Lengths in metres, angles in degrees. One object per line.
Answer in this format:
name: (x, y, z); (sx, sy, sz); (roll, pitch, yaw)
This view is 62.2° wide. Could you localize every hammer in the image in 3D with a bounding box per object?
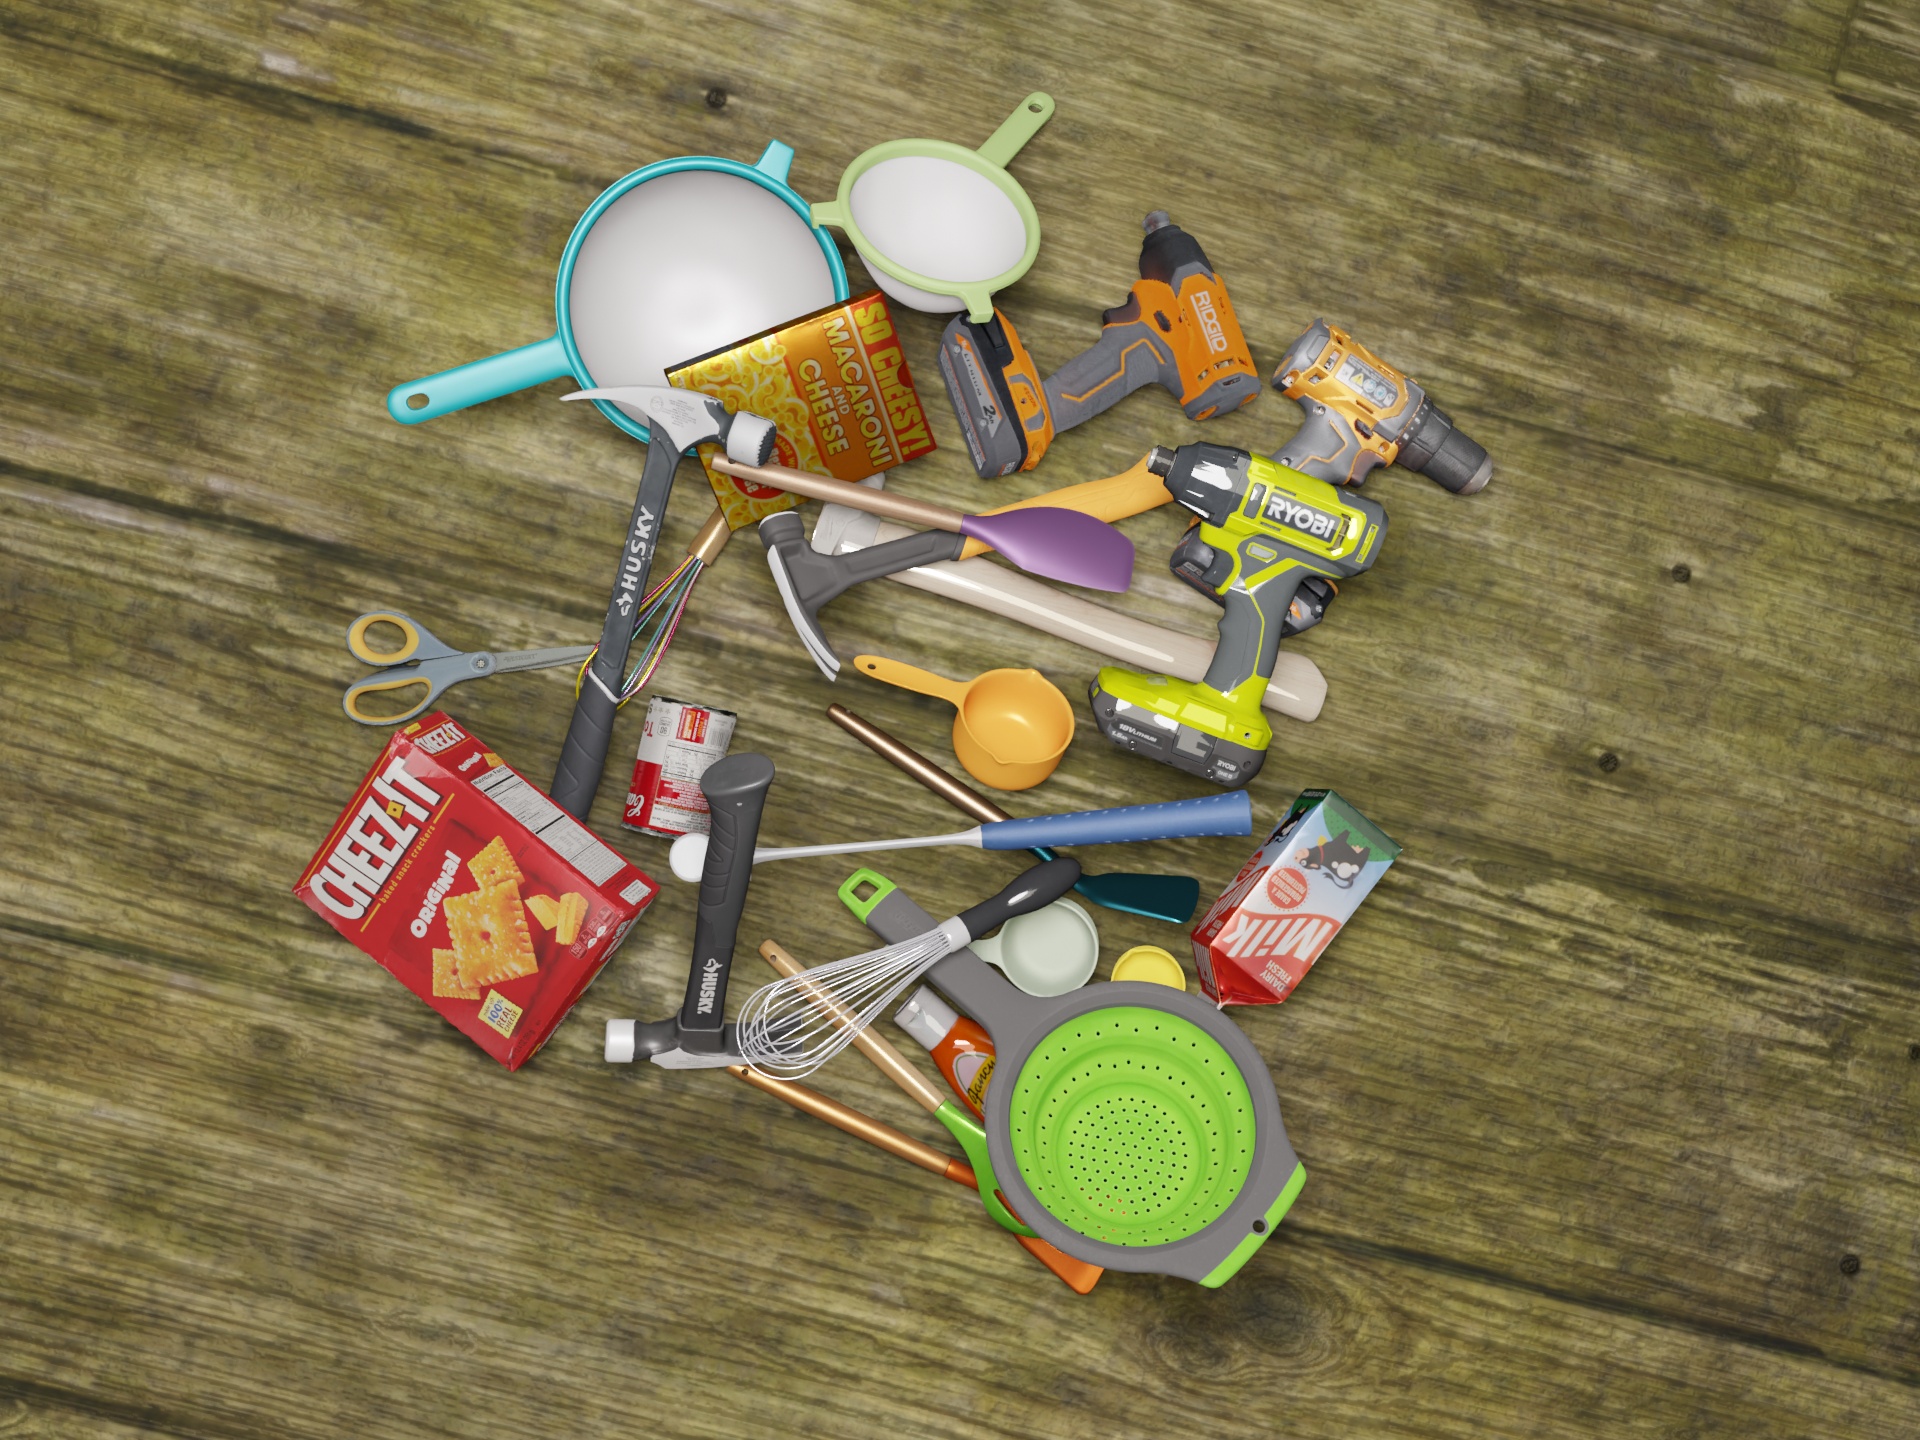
hammer: (-0.163, 0.142, 1.101); (0.146, 0.334, 0.035); (4, 46, -13)
hammer: (0.004, 0.084, 1.154); (0.405, 0.144, 0.035); (-5, 84, 2)
hammer: (0.027, -0.135, 1.188); (0.337, 0.034, 0.127); (-18, 74, -18)
hammer: (0.082, -0.070, 1.214); (0.410, 0.038, 0.146); (19, 66, -5)
hammer: (-0.259, -0.046, 1.154); (0.149, 0.036, 0.409); (21, 106, 6)

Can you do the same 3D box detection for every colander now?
colander: (0.061, 0.250, 1.164); (0.397, 0.094, 0.204); (38, 68, 23)

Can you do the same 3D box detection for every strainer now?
strainer: (0.003, -0.389, 1.203); (0.151, 0.069, 0.256); (31, 56, 3)
strainer: (-0.253, -0.287, 1.179); (0.340, 0.095, 0.210); (-19, 112, -6)

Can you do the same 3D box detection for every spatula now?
spatula: (-0.032, 0.331, 1.213); (0.322, 0.041, 0.081); (25, 85, -1)
spatula: (-0.024, -0.152, 1.155); (0.316, 0.018, 0.060); (13, 69, -8)
spatula: (0.036, 0.069, 1.221); (0.317, 0.082, 0.044); (33, 113, 3)

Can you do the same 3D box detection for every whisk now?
whisk: (-0.214, -0.107, 1.212); (0.047, 0.051, 0.245); (36, 82, -18)
whisk: (-0.032, 0.168, 1.136); (0.284, 0.070, 0.070); (-27, 90, -19)

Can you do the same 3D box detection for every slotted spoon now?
slotted spoon: (-0.036, 0.275, 1.199); (0.314, 0.031, 0.070); (41, 102, 10)

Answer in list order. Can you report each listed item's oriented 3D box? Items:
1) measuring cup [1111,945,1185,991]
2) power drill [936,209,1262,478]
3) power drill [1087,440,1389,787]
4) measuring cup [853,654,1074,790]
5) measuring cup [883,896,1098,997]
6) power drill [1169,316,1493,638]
measuring cup: (0.100, 0.223, 1.236); (0.156, 0.029, 0.062); (-25, 91, 8)
power drill: (0.101, -0.290, 1.219); (0.226, 0.084, 0.164); (-19, 87, -7)
power drill: (0.183, -0.080, 1.143); (0.171, 0.080, 0.223); (20, 103, -4)
measuring cup: (-0.002, -0.004, 1.208); (0.173, 0.052, 0.095); (19, 52, 3)
measuring cup: (0.025, 0.173, 1.227); (0.167, 0.038, 0.083); (-3, 95, 12)
power drill: (0.289, -0.171, 1.227); (0.185, 0.084, 0.226); (33, 83, -3)
